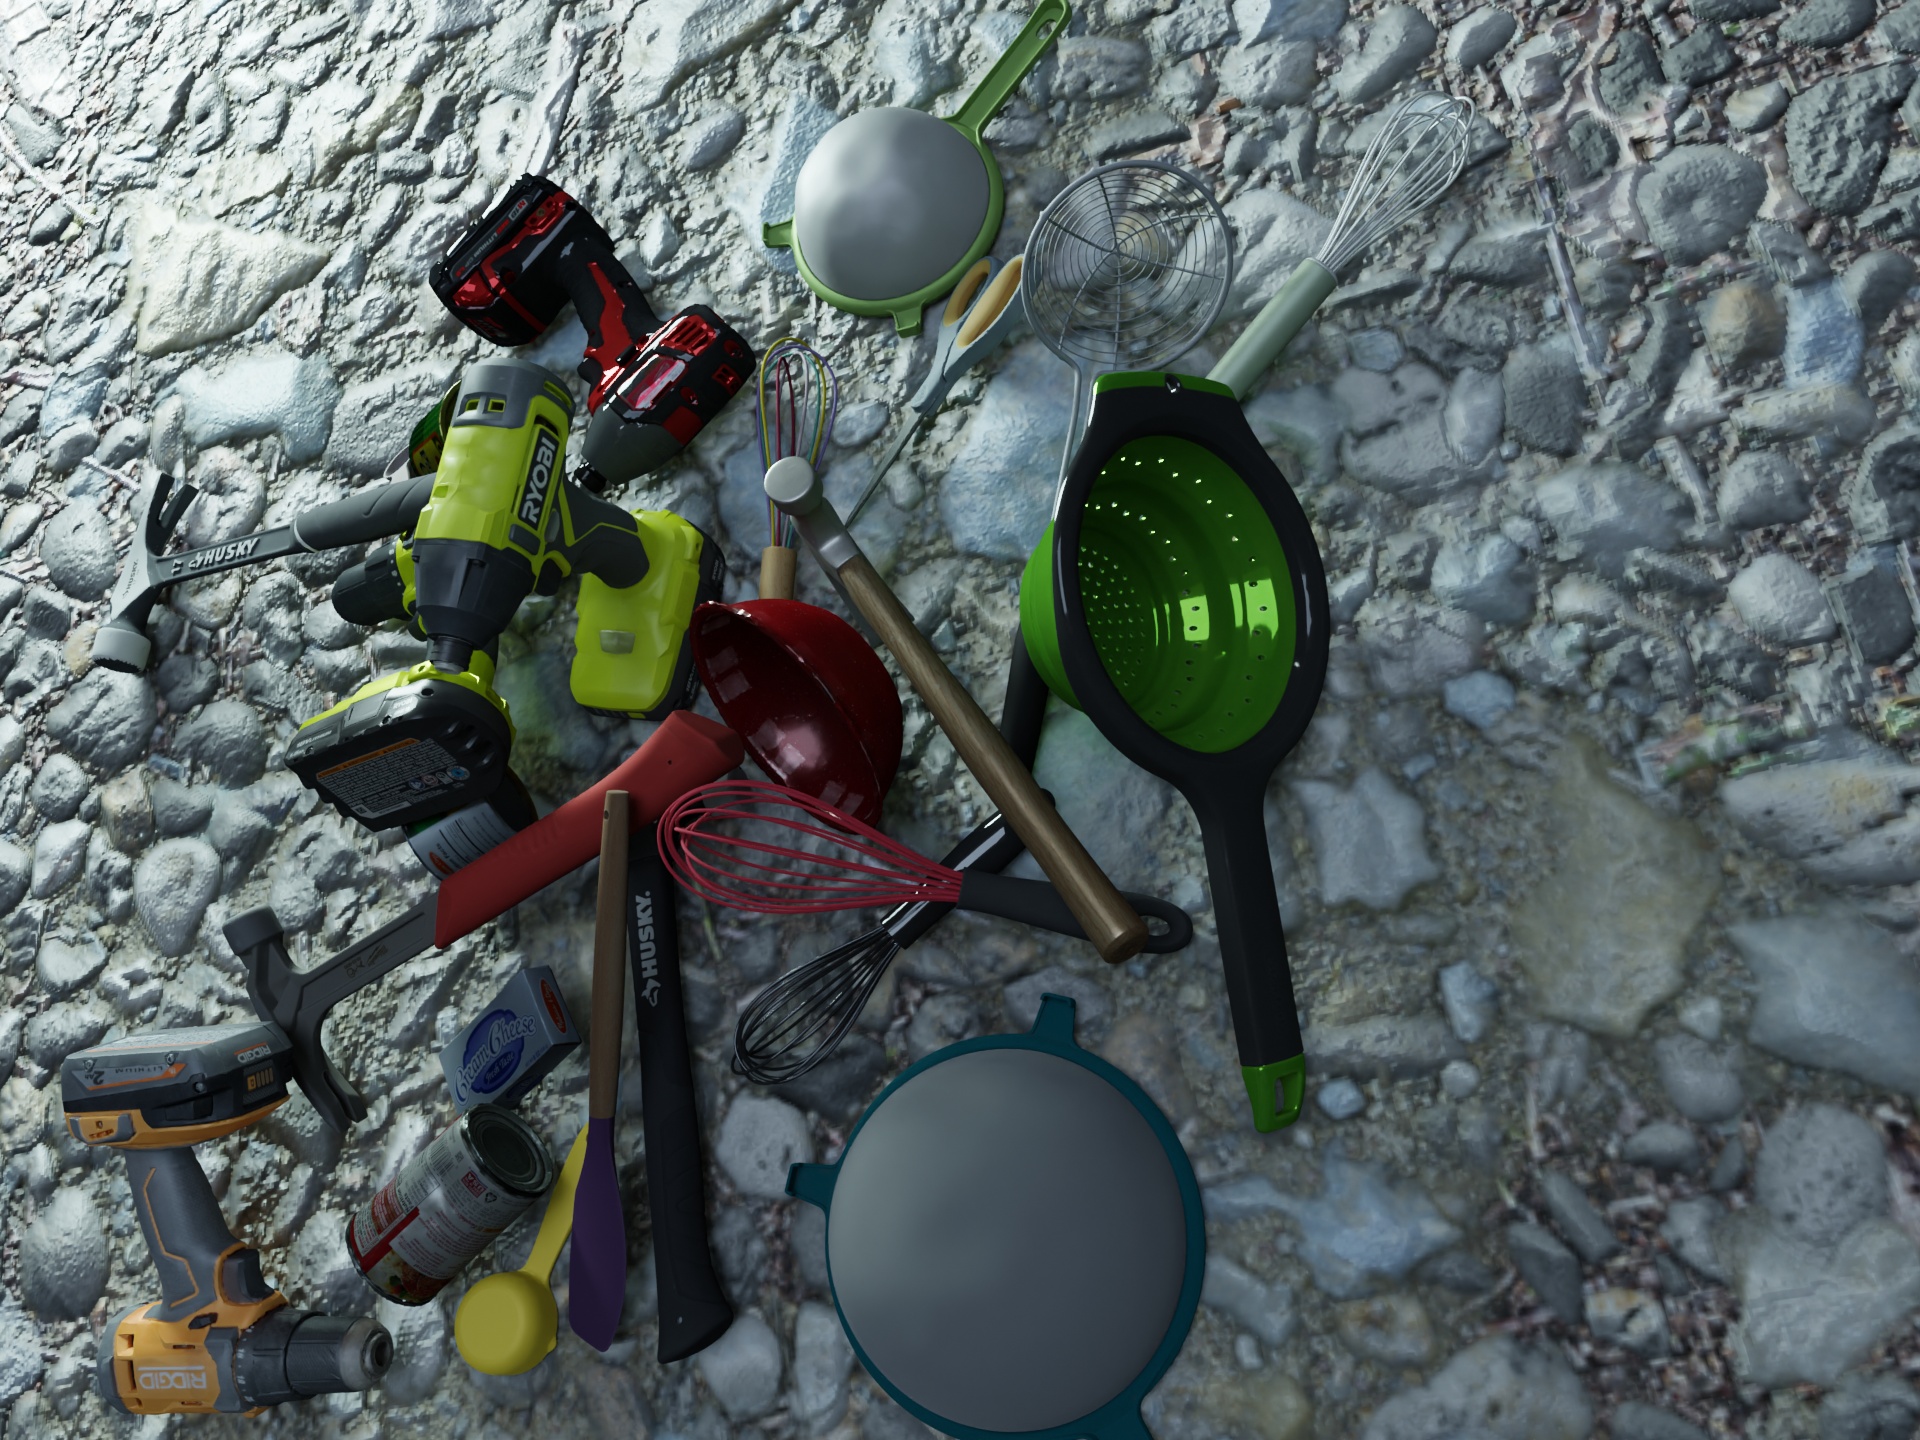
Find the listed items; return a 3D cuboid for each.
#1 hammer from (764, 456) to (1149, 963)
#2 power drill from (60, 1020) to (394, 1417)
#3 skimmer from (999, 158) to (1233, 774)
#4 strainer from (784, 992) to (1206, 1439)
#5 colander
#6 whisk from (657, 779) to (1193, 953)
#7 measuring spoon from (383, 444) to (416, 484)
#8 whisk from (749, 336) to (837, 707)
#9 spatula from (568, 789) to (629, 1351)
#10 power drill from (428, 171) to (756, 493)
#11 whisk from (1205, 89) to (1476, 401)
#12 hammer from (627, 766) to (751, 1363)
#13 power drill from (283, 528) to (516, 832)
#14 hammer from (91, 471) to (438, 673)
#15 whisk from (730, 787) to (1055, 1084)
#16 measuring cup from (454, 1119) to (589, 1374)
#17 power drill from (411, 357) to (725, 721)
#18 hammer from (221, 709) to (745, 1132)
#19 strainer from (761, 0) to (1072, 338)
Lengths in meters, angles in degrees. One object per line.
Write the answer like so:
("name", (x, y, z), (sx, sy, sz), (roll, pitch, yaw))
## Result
("hammer", (-0.001, -0.003, 0.873), (0.031, 0.130, 0.332), (-35, 62, -1))
("power drill", (-0.431, 0.298, 0.941), (0.185, 0.084, 0.226), (-7, 91, 17))
("skimmer", (0.073, -0.139, 0.920), (0.127, 0.090, 0.363), (15, 79, -17))
("strainer", (0.044, 0.312, 0.786), (0.211, 0.095, 0.341), (-35, 65, 6))
("colander", (0.112, 0.018, 0.855), (0.094, 0.204, 0.397), (-14, 84, 50))
("whisk", (-0.019, 0.086, 0.862), (0.296, 0.073, 0.073), (11, 77, -1))
("measuring spoon", (-0.380, -0.155, 1.094), (0.034, 0.018, 0.124), (-38, 37, 10))
("whisk", (-0.116, -0.129, 1.008), (0.051, 0.047, 0.245), (0, 77, 18))
("spatula", (-0.198, 0.197, 0.891), (0.060, 0.018, 0.316), (6, 94, 46))
("power drill", (-0.253, -0.258, 1.079), (0.143, 0.078, 0.220), (-47, 68, 1))
("whisk", (0.218, -0.272, 0.940), (0.246, 0.057, 0.059), (-50, 31, 2))
("hammer", (-0.179, 0.197, 0.932), (0.146, 0.035, 0.335), (-14, 70, 14))
("power drill", (-0.343, -0.047, 1.011), (0.190, 0.080, 0.229), (-18, 45, 20))
("hammer", (-0.449, -0.127, 1.073), (0.409, 0.036, 0.149), (-7, 68, 33))
("whisk", (-0.037, 0.121, 0.902), (0.239, 0.055, 0.055), (-42, 65, -2))
("measuring cup", (-0.246, 0.303, 0.924), (0.062, 0.029, 0.156), (19, 81, 23))
("power drill", (-0.230, -0.084, 0.933), (0.080, 0.223, 0.171), (5, 75, 21))
("hammer", (-0.274, 0.106, 0.941), (0.359, 0.037, 0.149), (-30, 89, 16))
("strainer", (-0.018, -0.387, 1.039), (0.152, 0.069, 0.256), (39, 90, 25))
